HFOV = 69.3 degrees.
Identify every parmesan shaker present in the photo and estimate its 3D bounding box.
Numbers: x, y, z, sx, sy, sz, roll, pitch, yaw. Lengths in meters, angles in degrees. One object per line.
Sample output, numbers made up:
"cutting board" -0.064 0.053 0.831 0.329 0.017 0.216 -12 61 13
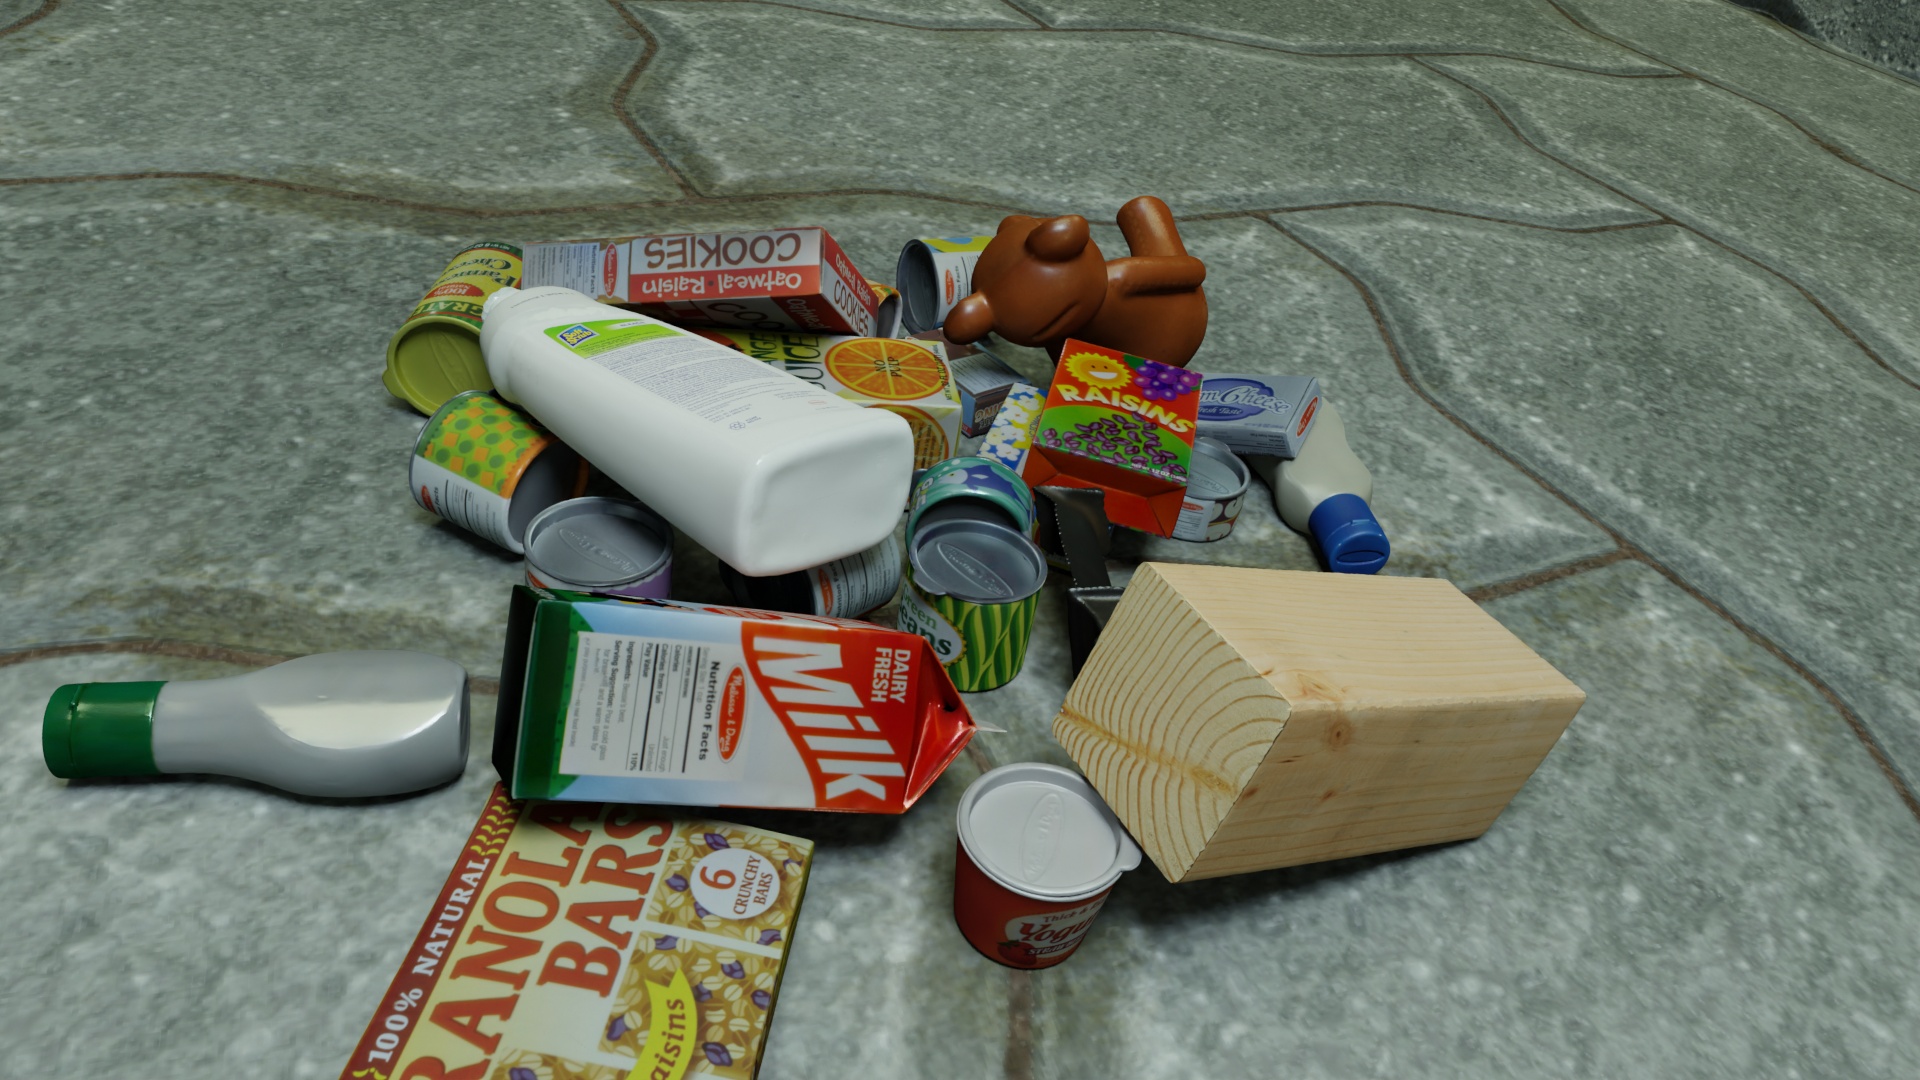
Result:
"parmesan shaker" -0.280 -0.121 0.796 0.071 0.071 0.103 8 35 -5

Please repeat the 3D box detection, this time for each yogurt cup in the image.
"yogurt cup" 0.028 0.129 0.546 0.072 0.053 0.073 8 35 -5

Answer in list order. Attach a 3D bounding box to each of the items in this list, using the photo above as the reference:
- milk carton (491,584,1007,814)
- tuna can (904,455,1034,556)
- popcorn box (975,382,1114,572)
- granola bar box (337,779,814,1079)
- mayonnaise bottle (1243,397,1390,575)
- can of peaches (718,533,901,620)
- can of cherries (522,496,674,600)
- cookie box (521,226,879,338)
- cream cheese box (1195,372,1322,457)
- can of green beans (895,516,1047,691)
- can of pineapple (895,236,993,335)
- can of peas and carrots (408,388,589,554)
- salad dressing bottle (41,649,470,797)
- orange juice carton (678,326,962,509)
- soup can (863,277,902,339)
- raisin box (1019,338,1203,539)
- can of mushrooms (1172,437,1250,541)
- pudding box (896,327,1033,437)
"milk carton" -0.080 0.065 0.552 0.191 0.073 0.072 7 -1 -24
"tuna can" 0.003 -0.009 0.718 0.071 0.070 0.033 10 36 -2
"popcorn box" 0.052 -0.037 0.796 0.085 0.038 0.127 17 36 7
"granola bar box" -0.127 0.162 0.470 0.124 0.038 0.166 11 35 0
"mayonnaise bottle" 0.215 -0.035 0.839 0.065 0.041 0.149 -3 38 -6
"can of peaches" -0.072 0.012 0.670 0.071 0.070 0.058 35 42 29
"can of cherries" -0.164 0.021 0.638 0.071 0.058 0.072 7 35 -5
"cookie box" -0.141 -0.137 0.786 0.167 0.040 0.123 -1 -7 9
"cream cheese box" 0.164 -0.078 0.856 0.104 0.024 0.054 7 46 34
"can of green beans" 0.004 0.031 0.672 0.071 0.057 0.071 8 35 -6
"can of pineapple" -0.005 -0.173 0.946 0.058 0.070 0.071 -8 40 -26
"can of peas and carrots" -0.226 -0.035 0.690 0.059 0.070 0.071 24 37 15
"salad dressing bottle" -0.273 0.073 0.549 0.148 0.043 0.064 0 39 -13
"orange juice carton" -0.101 -0.067 0.765 0.193 0.072 0.072 2 36 -13
"soup can" -0.089 -0.139 0.874 0.084 0.071 0.072 21 36 13
"raisin box" 0.086 -0.059 0.769 0.086 0.039 0.124 15 37 4
"can of mushrooms" 0.135 -0.032 0.817 0.071 0.033 0.071 7 35 -5
"pudding box" 0.000 -0.102 0.879 0.050 0.030 0.084 -20 46 -35
